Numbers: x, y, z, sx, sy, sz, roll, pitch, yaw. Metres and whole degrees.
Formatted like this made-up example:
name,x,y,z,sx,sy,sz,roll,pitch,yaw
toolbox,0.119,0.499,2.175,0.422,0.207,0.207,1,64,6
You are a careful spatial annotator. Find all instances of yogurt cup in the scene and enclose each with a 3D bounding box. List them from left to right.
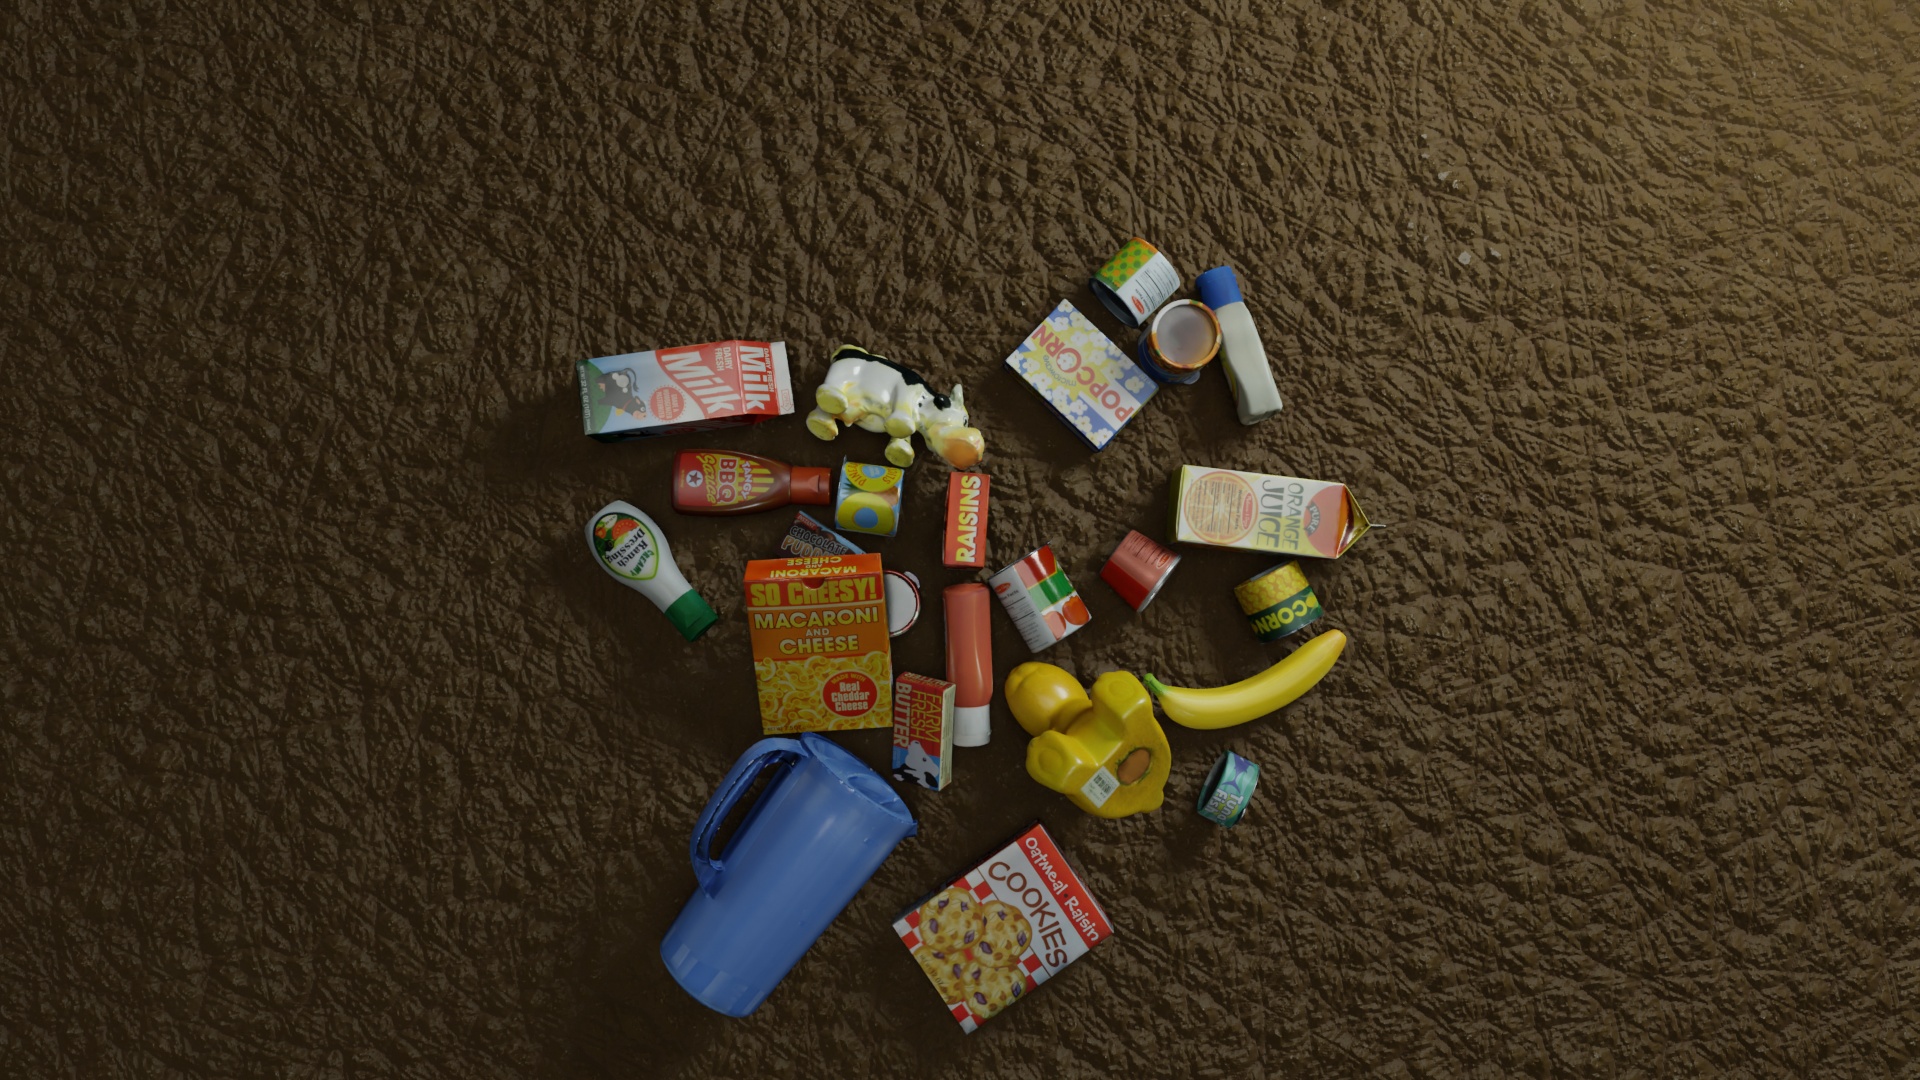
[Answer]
name,x,y,z,sx,sy,sz,roll,pitch,yaw
yogurt cup,0.167,0.027,1.307,0.054,0.072,0.072,37,87,9

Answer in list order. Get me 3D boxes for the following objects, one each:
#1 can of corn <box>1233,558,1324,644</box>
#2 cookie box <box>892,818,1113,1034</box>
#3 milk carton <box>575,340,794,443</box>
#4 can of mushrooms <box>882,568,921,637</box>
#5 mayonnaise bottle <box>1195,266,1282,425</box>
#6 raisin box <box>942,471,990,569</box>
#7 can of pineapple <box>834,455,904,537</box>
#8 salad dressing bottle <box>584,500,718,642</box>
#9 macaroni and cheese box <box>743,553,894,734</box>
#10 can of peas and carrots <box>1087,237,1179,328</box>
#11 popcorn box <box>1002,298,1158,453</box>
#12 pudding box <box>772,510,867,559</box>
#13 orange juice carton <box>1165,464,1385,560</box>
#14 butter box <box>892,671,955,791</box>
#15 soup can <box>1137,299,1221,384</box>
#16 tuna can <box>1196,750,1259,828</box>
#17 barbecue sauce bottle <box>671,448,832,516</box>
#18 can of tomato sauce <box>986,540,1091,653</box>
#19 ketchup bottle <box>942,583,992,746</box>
name,x,y,z,sx,sy,sz,roll,pitch,yaw
can of corn,0.298,0.057,1.303,0.071,0.071,0.058,-27,87,-2
cookie box,0.040,0.358,1.298,0.167,0.040,0.123,-34,88,-1
milk carton,-0.255,-0.141,1.306,0.191,0.073,0.072,-8,87,-1
can of mushrooms,-0.068,0.058,1.317,0.071,0.033,0.071,0,87,0
mayonnaise bottle,0.264,-0.186,1.323,0.041,0.064,0.148,-18,83,2
raisin box,0.005,-0.016,1.277,0.040,0.123,0.086,5,88,-1
can of pineapple,-0.085,-0.040,1.305,0.058,0.071,0.071,8,87,-1
salad dressing bottle,-0.290,0.030,1.310,0.064,0.044,0.147,-42,88,-3
macaroni and cheese box,-0.127,0.097,1.273,0.124,0.040,0.165,-4,117,-1
can of peas and carrots,0.164,-0.246,1.323,0.059,0.071,0.071,-44,88,-3
popcorn box,0.115,-0.156,1.329,0.127,0.038,0.085,44,88,2
pudding box,-0.129,0.014,1.305,0.084,0.030,0.049,33,87,26
orange juice carton,0.295,-0.023,1.307,0.193,0.072,0.073,6,87,0
butter box,-0.035,0.177,1.291,0.053,0.024,0.103,10,107,24
soup can,0.208,-0.184,1.309,0.071,0.083,0.071,0,87,-1
tuna can,0.248,0.233,1.292,0.033,0.071,0.071,26,87,2
barbecue sauce bottle,-0.197,-0.053,1.317,0.149,0.043,0.065,2,81,-1
can of tomato sauce,0.076,0.053,1.303,0.071,0.071,0.083,-31,88,-2
ketchup bottle,0.008,0.117,1.302,0.043,0.065,0.148,-1,95,10
